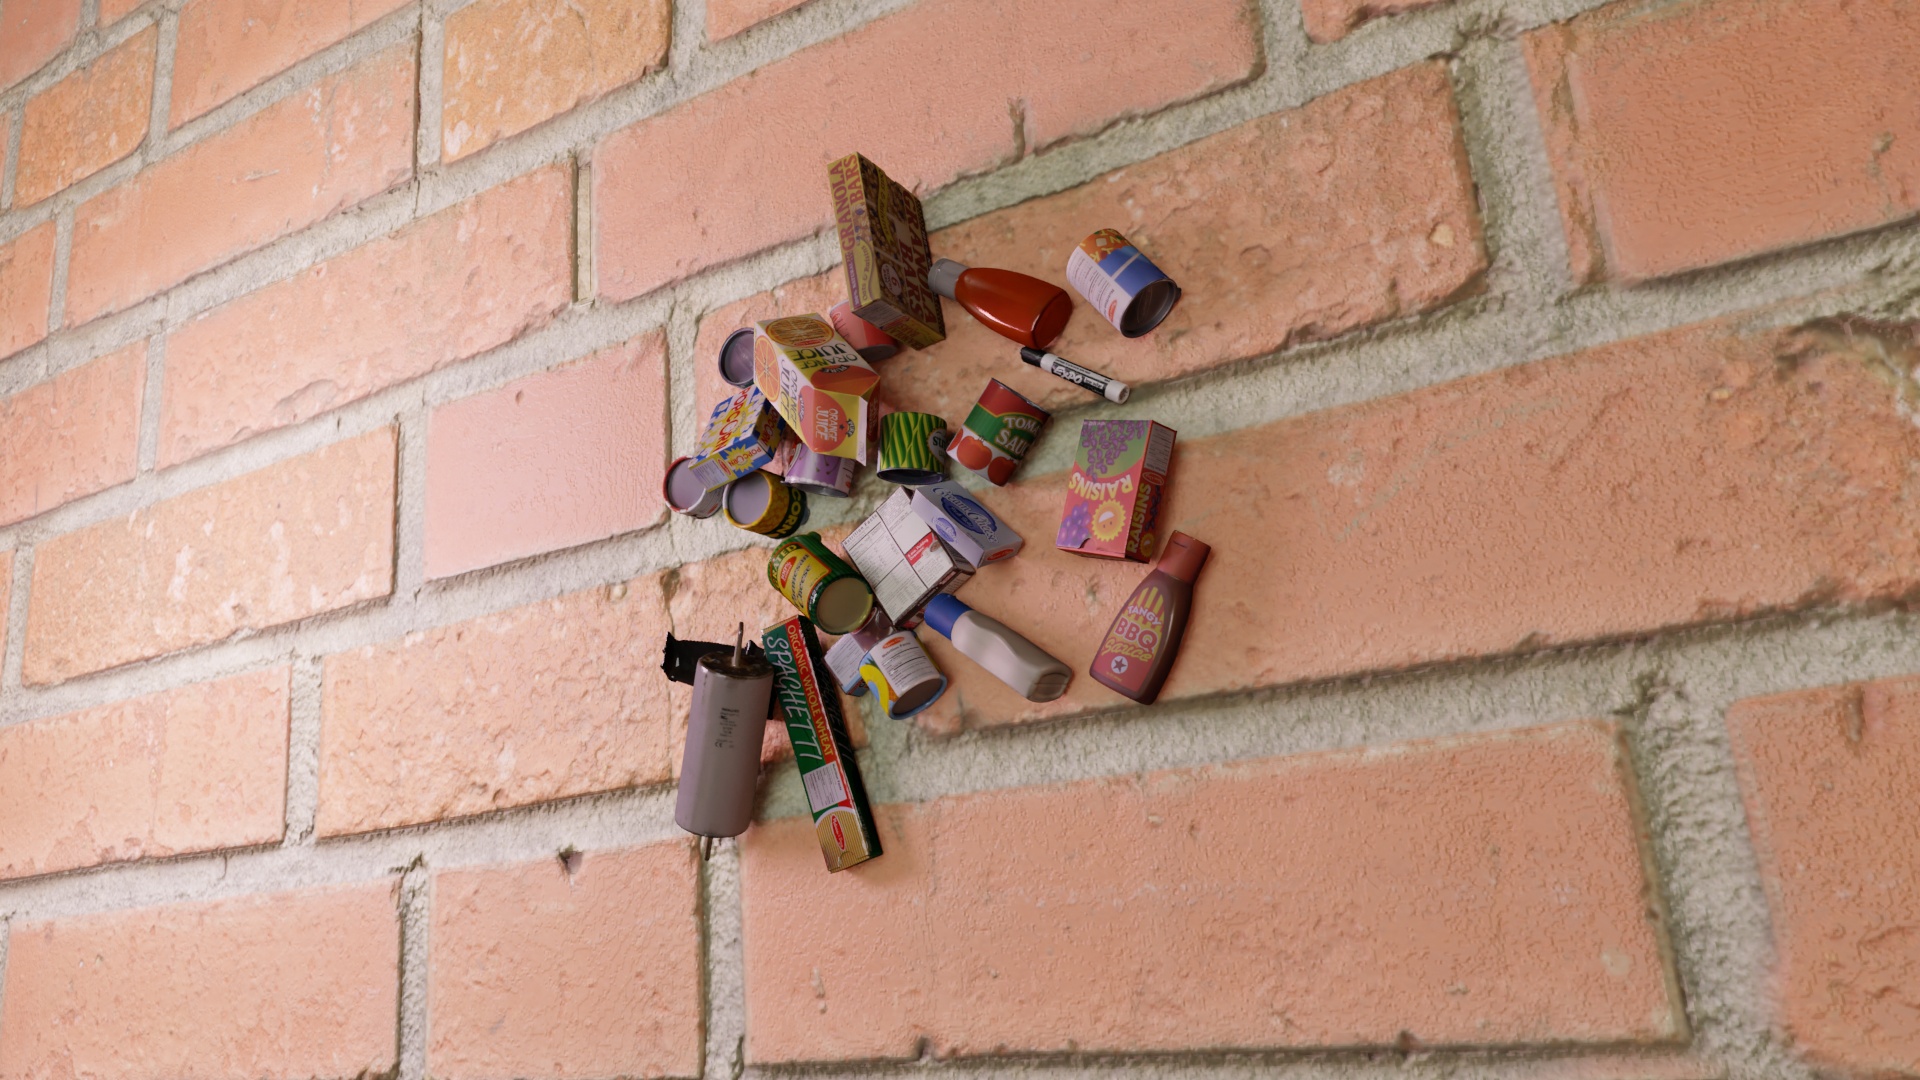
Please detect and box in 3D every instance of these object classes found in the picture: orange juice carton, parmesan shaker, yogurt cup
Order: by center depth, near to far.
[{"bbox_3d":[-0.136,0.040,1.356,0.103,0.071,0.071,34,97,51],"label":"parmesan shaker"},{"bbox_3d":[-0.135,-0.150,1.367,0.193,0.073,0.071,48,142,44],"label":"orange juice carton"},{"bbox_3d":[-0.095,-0.213,1.412,0.072,0.072,0.054,-17,79,26],"label":"yogurt cup"}]

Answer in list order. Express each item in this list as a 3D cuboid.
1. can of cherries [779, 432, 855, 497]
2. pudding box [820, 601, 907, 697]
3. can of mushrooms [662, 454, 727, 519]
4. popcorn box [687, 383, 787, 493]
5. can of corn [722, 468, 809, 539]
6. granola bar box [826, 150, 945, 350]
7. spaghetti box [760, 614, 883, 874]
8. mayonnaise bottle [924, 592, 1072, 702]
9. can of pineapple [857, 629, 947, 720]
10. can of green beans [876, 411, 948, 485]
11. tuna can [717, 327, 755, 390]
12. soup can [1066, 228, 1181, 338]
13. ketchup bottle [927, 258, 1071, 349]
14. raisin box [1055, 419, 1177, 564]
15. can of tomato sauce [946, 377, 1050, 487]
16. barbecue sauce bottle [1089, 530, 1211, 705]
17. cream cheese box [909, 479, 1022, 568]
[{"bbox_3d":[-0.143,-0.079,1.404,0.071,0.071,0.058,7,83,31],"label":"can of cherries"},{"bbox_3d":[-0.091,0.107,1.354,0.083,0.030,0.050,-47,60,12],"label":"pudding box"},{"bbox_3d":[-0.289,-0.059,1.504,0.071,0.033,0.071,-6,76,29],"label":"can of mushrooms"},{"bbox_3d":[-0.224,-0.113,1.439,0.085,0.038,0.127,-24,31,23],"label":"popcorn box"},{"bbox_3d":[-0.200,-0.038,1.433,0.071,0.058,0.071,-7,76,29],"label":"can of corn"},{"bbox_3d":[-0.072,-0.286,1.379,0.039,0.124,0.166,-19,70,25],"label":"granola bar box"},{"bbox_3d":[-0.137,0.195,1.351,0.050,0.028,0.250,-26,71,21],"label":"spaghetti box"},{"bbox_3d":[0.030,0.096,1.271,0.148,0.065,0.041,31,103,36],"label":"mayonnaise bottle"},{"bbox_3d":[-0.054,0.128,1.309,0.071,0.071,0.058,-44,62,14],"label":"can of pineapple"},{"bbox_3d":[-0.047,-0.089,1.353,0.071,0.071,0.058,-3,77,29],"label":"can of green beans"},{"bbox_3d":[-0.224,-0.196,1.498,0.071,0.033,0.071,-7,76,28],"label":"tuna can"},{"bbox_3d":[0.150,-0.238,1.278,0.071,0.071,0.084,-47,60,13],"label":"soup can"},{"bbox_3d":[0.033,-0.237,1.353,0.149,0.043,0.065,28,73,33],"label":"ketchup bottle"},{"bbox_3d":[0.139,-0.045,1.239,0.086,0.040,0.123,7,82,48],"label":"raisin box"},{"bbox_3d":[0.036,-0.101,1.308,0.071,0.071,0.083,37,99,31],"label":"can of tomato sauce"},{"bbox_3d":[0.170,0.065,1.207,0.065,0.043,0.148,27,92,37],"label":"barbecue sauce bottle"},{"bbox_3d":[0.005,-0.016,1.313,0.104,0.053,0.024,42,128,30],"label":"cream cheese box"}]
